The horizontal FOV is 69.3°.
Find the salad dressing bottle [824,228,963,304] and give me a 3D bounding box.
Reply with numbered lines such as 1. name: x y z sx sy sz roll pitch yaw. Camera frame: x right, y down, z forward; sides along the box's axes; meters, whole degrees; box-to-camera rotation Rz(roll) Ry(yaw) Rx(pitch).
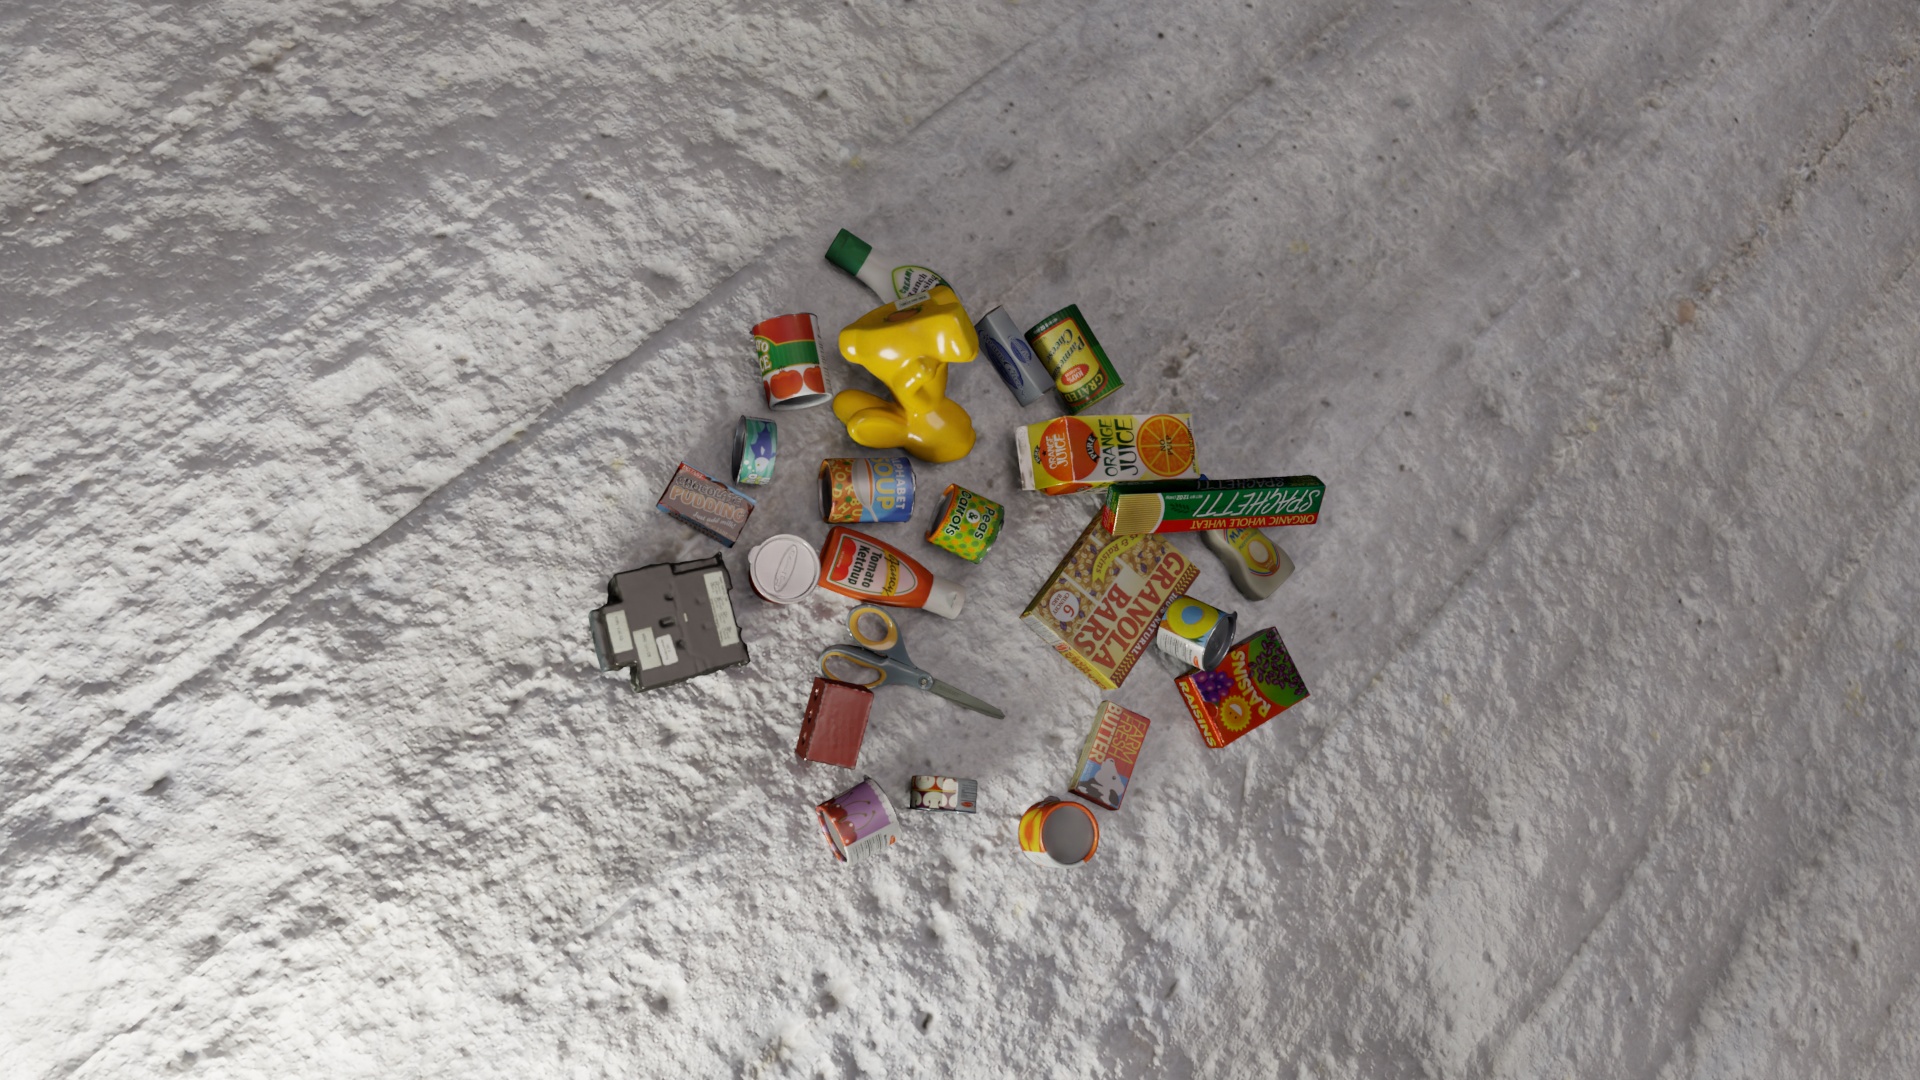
1. salad dressing bottle: -0.070 -0.271 1.448 0.147 0.044 0.064 30 74 -11

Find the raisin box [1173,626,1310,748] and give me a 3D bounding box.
1. raisin box: 0.303 0.158 1.493 0.124 0.040 0.086 -26 89 -21

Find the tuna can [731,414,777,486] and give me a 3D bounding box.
1. tuna can: -0.201 -0.085 1.353 0.033 0.071 0.071 7 77 -18

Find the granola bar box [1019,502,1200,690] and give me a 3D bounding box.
1. granola bar box: 0.160 0.056 1.464 0.124 0.039 0.166 41 70 -8

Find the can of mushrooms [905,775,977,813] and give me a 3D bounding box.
1. can of mushrooms: -0.019 0.247 1.350 0.071 0.071 0.033 8 77 -18

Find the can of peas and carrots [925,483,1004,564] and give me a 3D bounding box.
1. can of peas and carrots: 0.005 -0.018 1.408 0.059 0.070 0.071 25 72 -13

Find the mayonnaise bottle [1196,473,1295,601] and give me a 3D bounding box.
1. mayonnaise bottle: 0.299 -0.006 1.524 0.065 0.041 0.148 -42 95 -20

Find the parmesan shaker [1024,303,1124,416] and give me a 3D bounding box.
1. parmesan shaker: 0.119 -0.192 1.488 0.071 0.071 0.103 -32 90 -22

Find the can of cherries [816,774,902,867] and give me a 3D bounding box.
1. can of cherries: -0.098 0.266 1.319 0.058 0.071 0.071 -25 88 -21

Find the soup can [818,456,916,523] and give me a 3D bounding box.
1. soup can: -0.093 -0.051 1.381 0.084 0.071 0.071 -2 80 -19

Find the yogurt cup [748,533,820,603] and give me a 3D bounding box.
1. yogurt cup: -0.174 0.031 1.345 0.072 0.054 0.072 4 78 -18

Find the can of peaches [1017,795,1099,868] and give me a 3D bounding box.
1. can of peaches: 0.098 0.290 1.385 0.071 0.058 0.071 4 79 -18

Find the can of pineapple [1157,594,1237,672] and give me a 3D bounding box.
1. can of pineapple: 0.248 0.096 1.456 0.058 0.070 0.071 25 66 32

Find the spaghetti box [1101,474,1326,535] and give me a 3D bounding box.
1. spaghetti box: 0.271 -0.038 1.471 0.250 0.029 0.050 -3 120 -19

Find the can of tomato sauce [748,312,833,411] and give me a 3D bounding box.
1. can of tomato sauce: -0.169 -0.177 1.383 0.071 0.071 0.083 -10 83 -21

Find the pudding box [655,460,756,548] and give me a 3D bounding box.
1. pudding box: -0.246 -0.035 1.346 0.083 0.030 0.050 30 70 -12

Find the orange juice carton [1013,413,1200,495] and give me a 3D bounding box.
1. orange juice carton: 0.150 -0.090 1.473 0.193 0.073 0.072 -3 80 -19

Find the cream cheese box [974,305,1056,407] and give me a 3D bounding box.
1. cream cheese box: 0.055 -0.194 1.471 0.024 0.053 0.104 -36 92 -24

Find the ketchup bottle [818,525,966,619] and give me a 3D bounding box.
1. ketchup bottle: -0.068 0.038 1.386 0.149 0.043 0.065 21 83 -15

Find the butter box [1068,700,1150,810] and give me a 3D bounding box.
1. butter box: 0.154 0.222 1.436 0.053 0.024 0.104 27 72 -12
